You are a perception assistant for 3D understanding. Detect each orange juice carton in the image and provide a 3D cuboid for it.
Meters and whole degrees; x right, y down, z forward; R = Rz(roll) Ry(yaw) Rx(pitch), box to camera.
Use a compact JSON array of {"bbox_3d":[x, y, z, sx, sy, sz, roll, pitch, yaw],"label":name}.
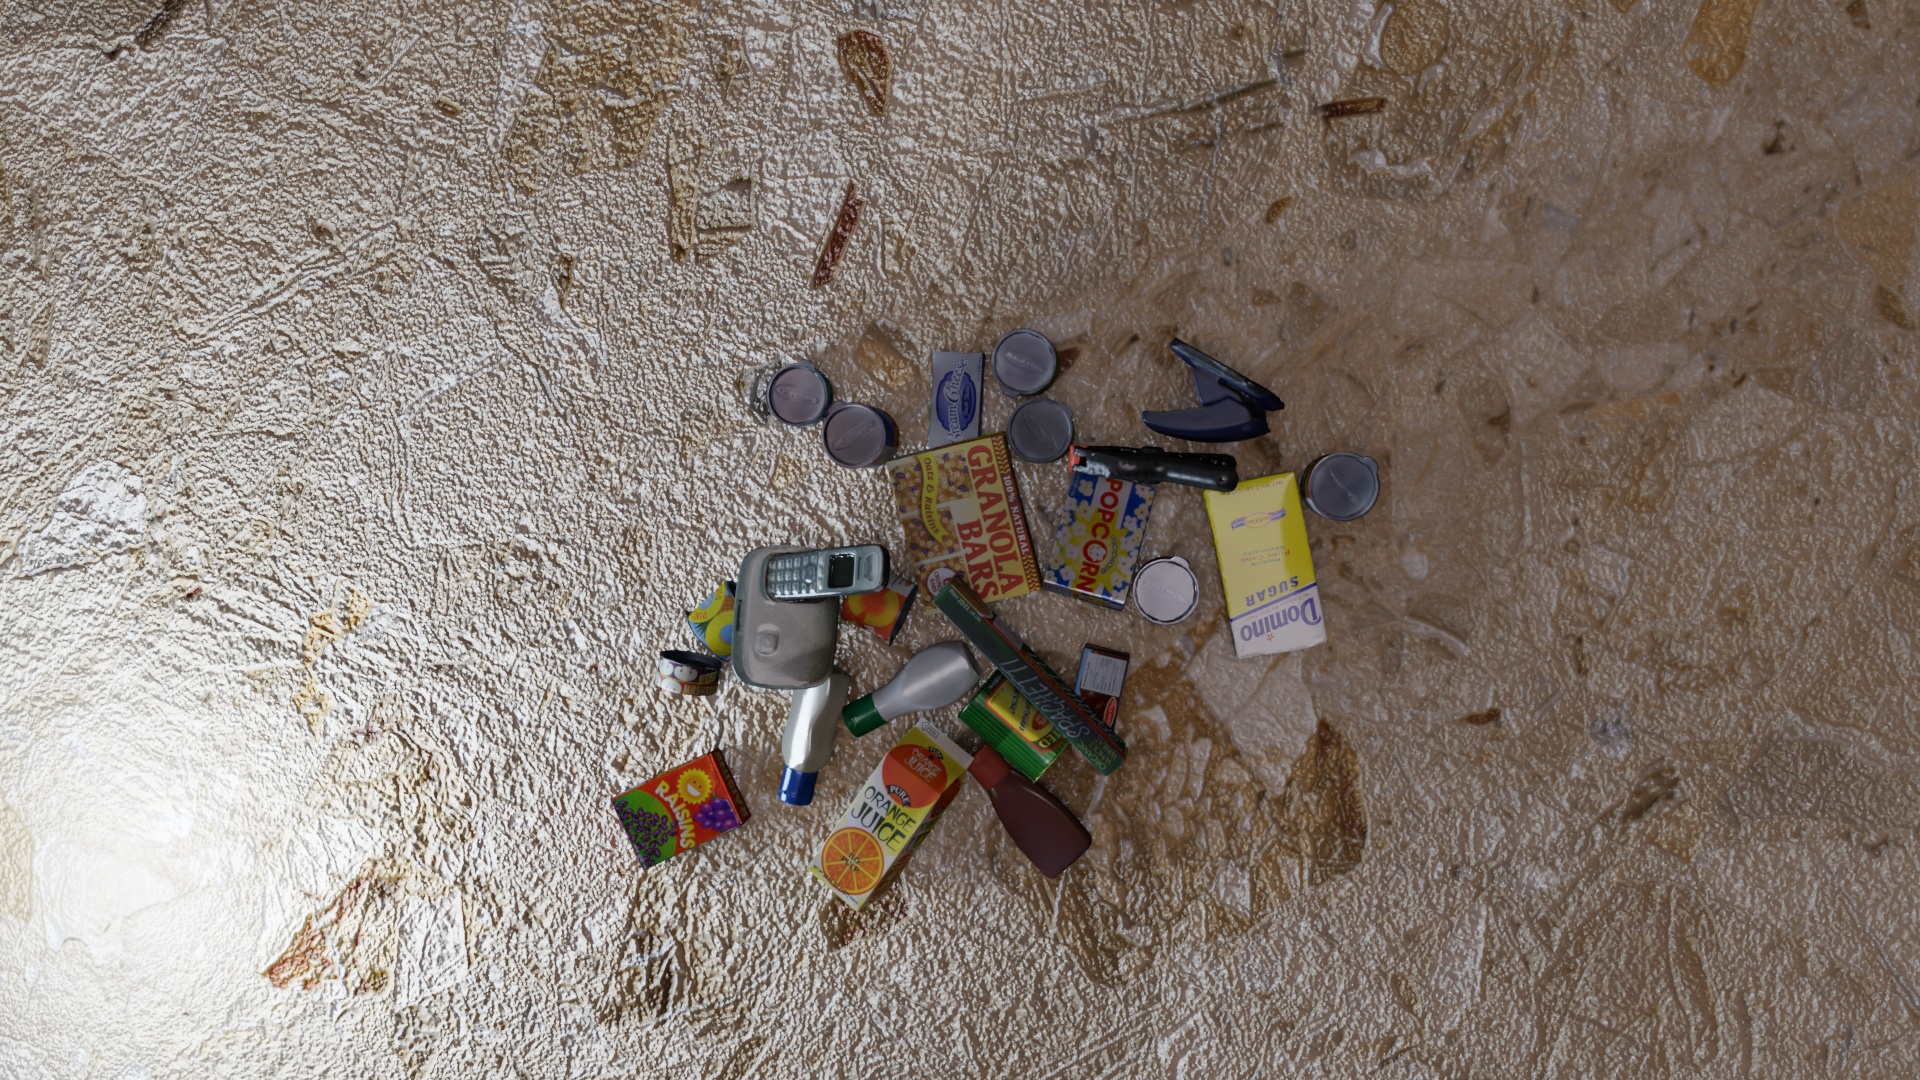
[{"bbox_3d":[-0.066,0.279,1.431,0.072,0.073,0.192,37,97,16],"label":"orange juice carton"}]

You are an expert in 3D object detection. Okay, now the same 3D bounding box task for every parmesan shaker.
[{"bbox_3d":[0.055,0.190,1.418,0.103,0.071,0.071,40,97,4],"label":"parmesan shaker"}]

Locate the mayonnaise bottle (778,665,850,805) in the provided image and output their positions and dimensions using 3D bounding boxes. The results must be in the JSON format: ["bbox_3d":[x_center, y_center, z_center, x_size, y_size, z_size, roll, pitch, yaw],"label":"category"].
[{"bbox_3d":[-0.158,0.202,1.455,0.065,0.041,0.148,21,100,48],"label":"mayonnaise bottle"}]

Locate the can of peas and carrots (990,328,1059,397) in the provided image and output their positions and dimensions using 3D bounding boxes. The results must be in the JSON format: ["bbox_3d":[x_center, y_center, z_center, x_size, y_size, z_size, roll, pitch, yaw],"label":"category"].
[{"bbox_3d":[0.066,-0.177,1.408,0.071,0.059,0.071,0,93,8],"label":"can of peas and carrots"}]

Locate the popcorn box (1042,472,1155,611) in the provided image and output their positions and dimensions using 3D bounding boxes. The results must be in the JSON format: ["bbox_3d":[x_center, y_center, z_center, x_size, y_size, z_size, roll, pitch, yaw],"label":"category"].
[{"bbox_3d":[0.140,-0.002,1.400,0.085,0.038,0.127,16,78,5],"label":"popcorn box"}]

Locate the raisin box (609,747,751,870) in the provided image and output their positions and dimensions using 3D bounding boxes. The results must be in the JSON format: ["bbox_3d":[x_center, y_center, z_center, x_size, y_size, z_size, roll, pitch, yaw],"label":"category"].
[{"bbox_3d":[-0.299,0.286,1.484,0.123,0.040,0.086,-25,88,7],"label":"raisin box"}]

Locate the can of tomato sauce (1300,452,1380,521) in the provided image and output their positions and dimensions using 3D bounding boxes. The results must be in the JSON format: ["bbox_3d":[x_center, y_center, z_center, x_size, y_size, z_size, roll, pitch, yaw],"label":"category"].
[{"bbox_3d":[0.371,-0.055,1.361,0.071,0.083,0.071,0,93,7],"label":"can of tomato sauce"}]

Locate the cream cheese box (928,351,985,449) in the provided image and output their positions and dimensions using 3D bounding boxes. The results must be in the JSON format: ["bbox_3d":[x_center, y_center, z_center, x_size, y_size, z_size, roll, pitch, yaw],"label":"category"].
[{"bbox_3d":[-0.004,-0.143,1.436,0.053,0.024,0.103,3,93,8],"label":"cream cheese box"}]

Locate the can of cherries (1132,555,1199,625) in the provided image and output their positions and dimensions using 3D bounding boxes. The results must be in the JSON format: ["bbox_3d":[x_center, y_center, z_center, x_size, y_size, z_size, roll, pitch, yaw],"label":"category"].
[{"bbox_3d":[0.209,0.048,1.399,0.071,0.058,0.071,0,92,8],"label":"can of cherries"}]

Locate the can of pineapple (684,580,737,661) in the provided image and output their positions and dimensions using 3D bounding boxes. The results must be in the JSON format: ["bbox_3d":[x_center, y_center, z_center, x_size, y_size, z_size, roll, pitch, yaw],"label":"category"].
[{"bbox_3d":[-0.244,0.083,1.454,0.058,0.071,0.071,-42,87,6],"label":"can of pineapple"}]

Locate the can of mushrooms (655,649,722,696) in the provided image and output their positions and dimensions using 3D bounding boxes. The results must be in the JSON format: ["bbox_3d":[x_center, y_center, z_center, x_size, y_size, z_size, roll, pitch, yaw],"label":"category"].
[{"bbox_3d":[-0.284,0.140,1.462,0.071,0.071,0.033,13,95,7],"label":"can of mushrooms"}]

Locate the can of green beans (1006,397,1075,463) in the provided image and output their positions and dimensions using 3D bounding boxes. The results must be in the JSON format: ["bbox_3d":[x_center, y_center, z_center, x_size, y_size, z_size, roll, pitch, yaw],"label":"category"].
[{"bbox_3d":[0.082,-0.111,1.409,0.071,0.058,0.071,0,93,8],"label":"can of green beans"}]

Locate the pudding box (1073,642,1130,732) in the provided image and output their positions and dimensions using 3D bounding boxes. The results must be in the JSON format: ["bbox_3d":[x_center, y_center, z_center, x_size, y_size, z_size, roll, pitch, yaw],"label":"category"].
[{"bbox_3d":[0.142,0.152,1.426,0.050,0.030,0.083,12,94,6],"label":"pudding box"}]

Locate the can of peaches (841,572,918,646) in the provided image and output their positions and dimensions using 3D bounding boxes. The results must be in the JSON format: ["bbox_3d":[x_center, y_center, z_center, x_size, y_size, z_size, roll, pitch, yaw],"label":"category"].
[{"bbox_3d":[-0.085,0.066,1.434,0.058,0.071,0.071,25,96,6],"label":"can of peaches"}]

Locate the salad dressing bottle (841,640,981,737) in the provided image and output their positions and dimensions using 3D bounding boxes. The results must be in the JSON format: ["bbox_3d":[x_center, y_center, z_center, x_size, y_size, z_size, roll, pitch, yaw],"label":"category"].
[{"bbox_3d":[-0.052,0.156,1.446,0.147,0.044,0.064,-28,89,9],"label":"salad dressing bottle"}]

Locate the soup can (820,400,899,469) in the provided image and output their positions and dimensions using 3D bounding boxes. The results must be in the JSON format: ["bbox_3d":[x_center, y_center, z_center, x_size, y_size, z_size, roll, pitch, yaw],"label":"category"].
[{"bbox_3d":[-0.102,-0.109,1.420,0.071,0.084,0.071,0,92,7],"label":"soup can"}]

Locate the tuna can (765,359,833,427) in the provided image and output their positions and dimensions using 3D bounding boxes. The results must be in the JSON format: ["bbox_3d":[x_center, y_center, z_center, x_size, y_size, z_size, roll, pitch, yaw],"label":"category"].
[{"bbox_3d":[-0.167,-0.154,1.452,0.071,0.033,0.071,0,93,7],"label":"tuna can"}]

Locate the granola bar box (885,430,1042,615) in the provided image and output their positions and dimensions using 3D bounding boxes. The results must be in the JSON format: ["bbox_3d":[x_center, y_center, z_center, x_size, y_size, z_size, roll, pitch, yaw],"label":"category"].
[{"bbox_3d":[0.005,-0.018,1.419,0.124,0.039,0.165,-13,101,7],"label":"granola bar box"}]

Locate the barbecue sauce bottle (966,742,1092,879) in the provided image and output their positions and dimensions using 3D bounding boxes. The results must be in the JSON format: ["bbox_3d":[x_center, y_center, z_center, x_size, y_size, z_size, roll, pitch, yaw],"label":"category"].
[{"bbox_3d":[0.065,0.275,1.434,0.064,0.044,0.148,-43,86,12],"label":"barbecue sauce bottle"}]

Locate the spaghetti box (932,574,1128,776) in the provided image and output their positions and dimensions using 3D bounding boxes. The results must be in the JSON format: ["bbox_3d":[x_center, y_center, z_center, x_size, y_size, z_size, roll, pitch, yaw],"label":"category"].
[{"bbox_3d":[0.071,0.134,1.388,0.250,0.050,0.028,45,102,0],"label":"spaghetti box"}]
